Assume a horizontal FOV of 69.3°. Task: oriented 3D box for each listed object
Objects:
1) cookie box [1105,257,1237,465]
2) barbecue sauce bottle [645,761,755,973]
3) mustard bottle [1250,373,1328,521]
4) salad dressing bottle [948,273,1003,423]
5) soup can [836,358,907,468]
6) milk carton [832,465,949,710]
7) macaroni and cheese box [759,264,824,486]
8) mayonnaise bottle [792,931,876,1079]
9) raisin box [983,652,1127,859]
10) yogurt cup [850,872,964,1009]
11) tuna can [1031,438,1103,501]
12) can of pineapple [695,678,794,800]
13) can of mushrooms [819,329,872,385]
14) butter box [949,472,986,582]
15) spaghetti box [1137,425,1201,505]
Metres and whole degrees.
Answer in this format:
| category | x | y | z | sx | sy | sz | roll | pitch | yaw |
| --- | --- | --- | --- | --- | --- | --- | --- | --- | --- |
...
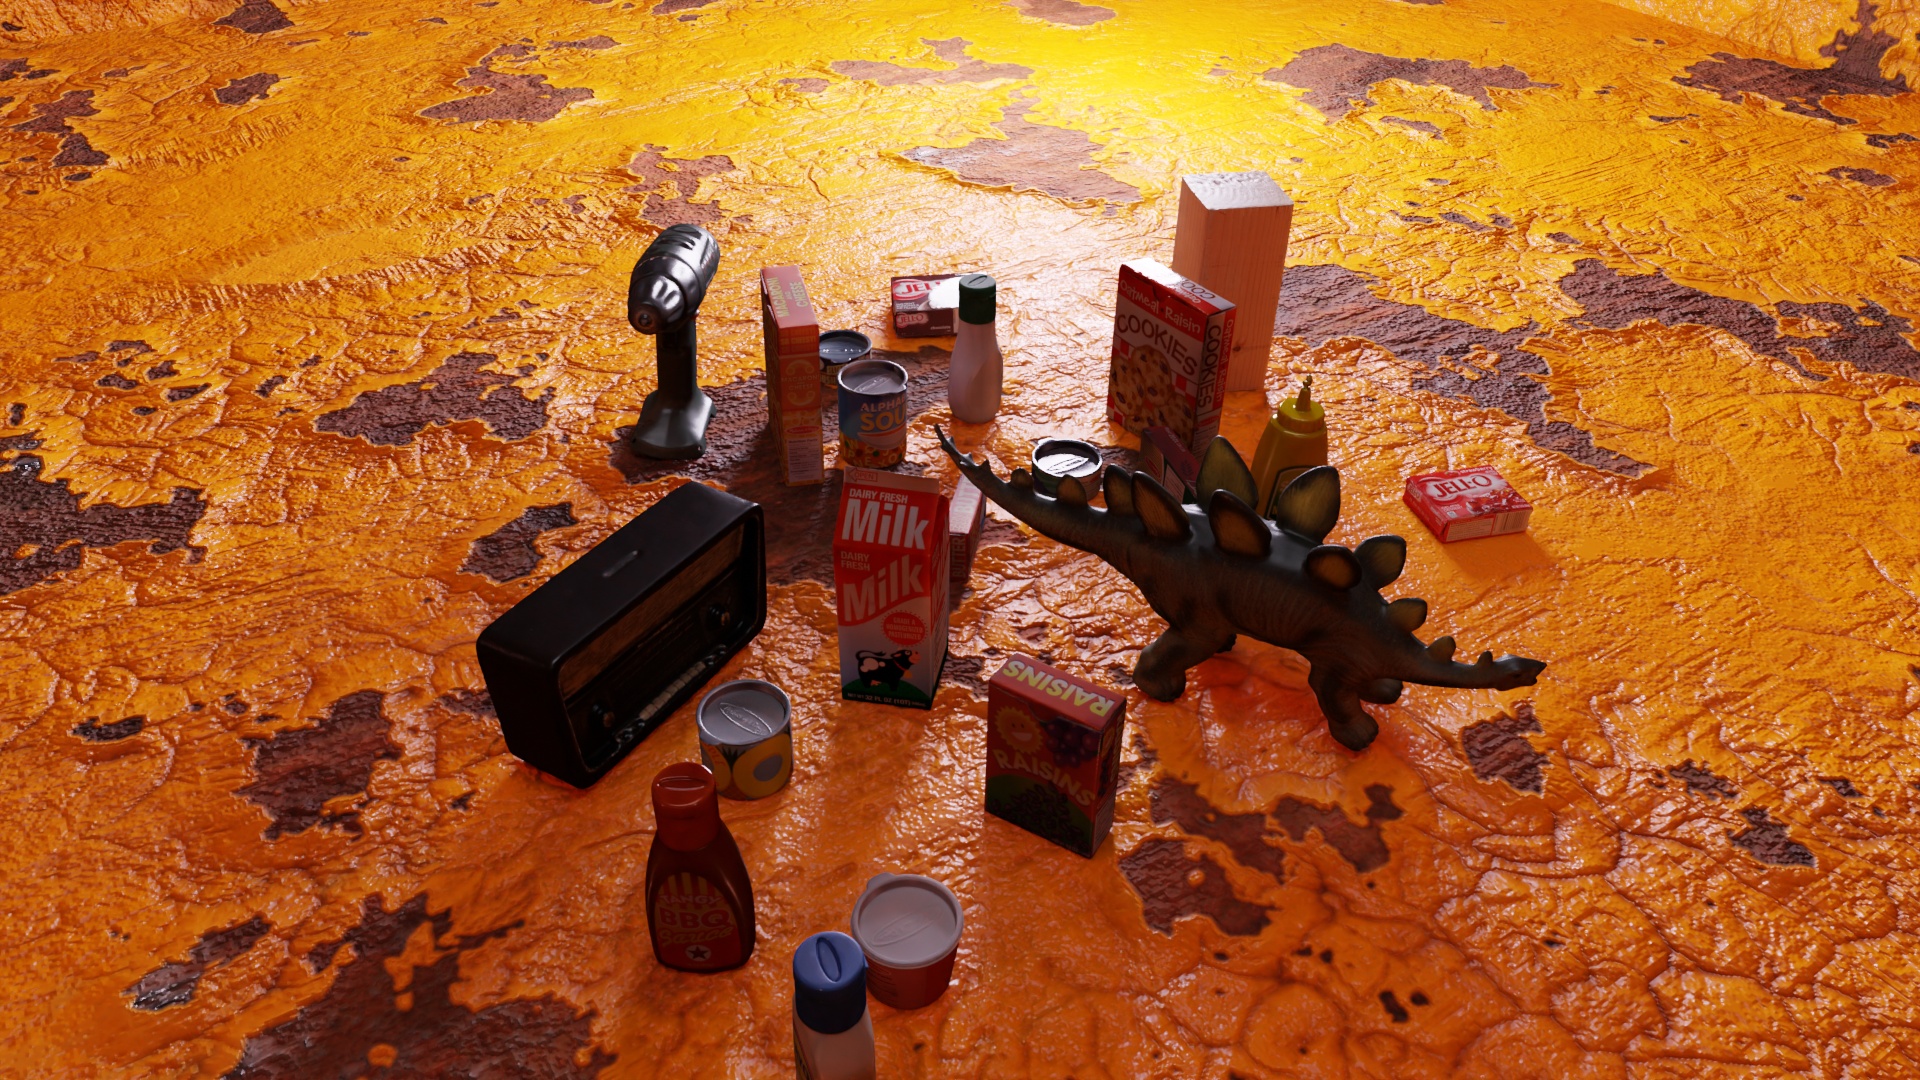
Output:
| category | x | y | z | sx | sy | sz | roll | pitch | yaw |
| --- | --- | --- | --- | --- | --- | --- | --- | --- | --- |
| cookie box | 0.197 | -0.168 | 1.322 | 0.040 | 0.166 | 0.123 | -22 | 42 | -28 |
| barbecue sauce bottle | -0.158 | 0.196 | 0.829 | 0.065 | 0.147 | 0.044 | 1 | 36 | 0 |
| mustard bottle | 0.285 | -0.071 | 1.199 | 0.065 | 0.159 | 0.049 | -4 | 37 | -8 |
| salad dressing bottle | 0.016 | -0.187 | 1.358 | 0.044 | 0.146 | 0.064 | 26 | 43 | 29 |
| soup can | -0.081 | -0.118 | 1.314 | 0.071 | 0.083 | 0.072 | 1 | 36 | -1 |
| milk carton | -0.049 | 0.029 | 1.026 | 0.072 | 0.189 | 0.074 | 7 | 37 | 8 |
| macaroni and cheese box | -0.157 | -0.153 | 1.289 | 0.040 | 0.165 | 0.124 | -8 | 37 | -12 |
| mayonnaise bottle | -0.068 | 0.268 | 0.736 | 0.041 | 0.147 | 0.065 | -12 | 38 | -18 |
| raisin box | 0.061 | 0.144 | 0.929 | 0.086 | 0.122 | 0.040 | 21 | 41 | 25 |
| yogurt cup | -0.032 | 0.247 | 0.845 | 0.072 | 0.053 | 0.073 | 1 | 36 | -1 |
| tuna can | 0.097 | -0.065 | 1.291 | 0.071 | 0.032 | 0.071 | 1 | 36 | -1 |
| can of pineapple | -0.153 | 0.141 | 0.980 | 0.071 | 0.057 | 0.071 | 1 | 36 | -1 |
| can of mushrooms | -0.125 | -0.190 | 1.453 | 0.071 | 0.033 | 0.071 | 1 | 36 | -1 |
| butter box | 0.004 | -0.015 | 1.203 | 0.024 | 0.052 | 0.104 | 7 | 37 | 8 |
| spaghetti box | 0.217 | -0.016 | 1.214 | 0.029 | 0.049 | 0.251 | -9 | 38 | -14 |
